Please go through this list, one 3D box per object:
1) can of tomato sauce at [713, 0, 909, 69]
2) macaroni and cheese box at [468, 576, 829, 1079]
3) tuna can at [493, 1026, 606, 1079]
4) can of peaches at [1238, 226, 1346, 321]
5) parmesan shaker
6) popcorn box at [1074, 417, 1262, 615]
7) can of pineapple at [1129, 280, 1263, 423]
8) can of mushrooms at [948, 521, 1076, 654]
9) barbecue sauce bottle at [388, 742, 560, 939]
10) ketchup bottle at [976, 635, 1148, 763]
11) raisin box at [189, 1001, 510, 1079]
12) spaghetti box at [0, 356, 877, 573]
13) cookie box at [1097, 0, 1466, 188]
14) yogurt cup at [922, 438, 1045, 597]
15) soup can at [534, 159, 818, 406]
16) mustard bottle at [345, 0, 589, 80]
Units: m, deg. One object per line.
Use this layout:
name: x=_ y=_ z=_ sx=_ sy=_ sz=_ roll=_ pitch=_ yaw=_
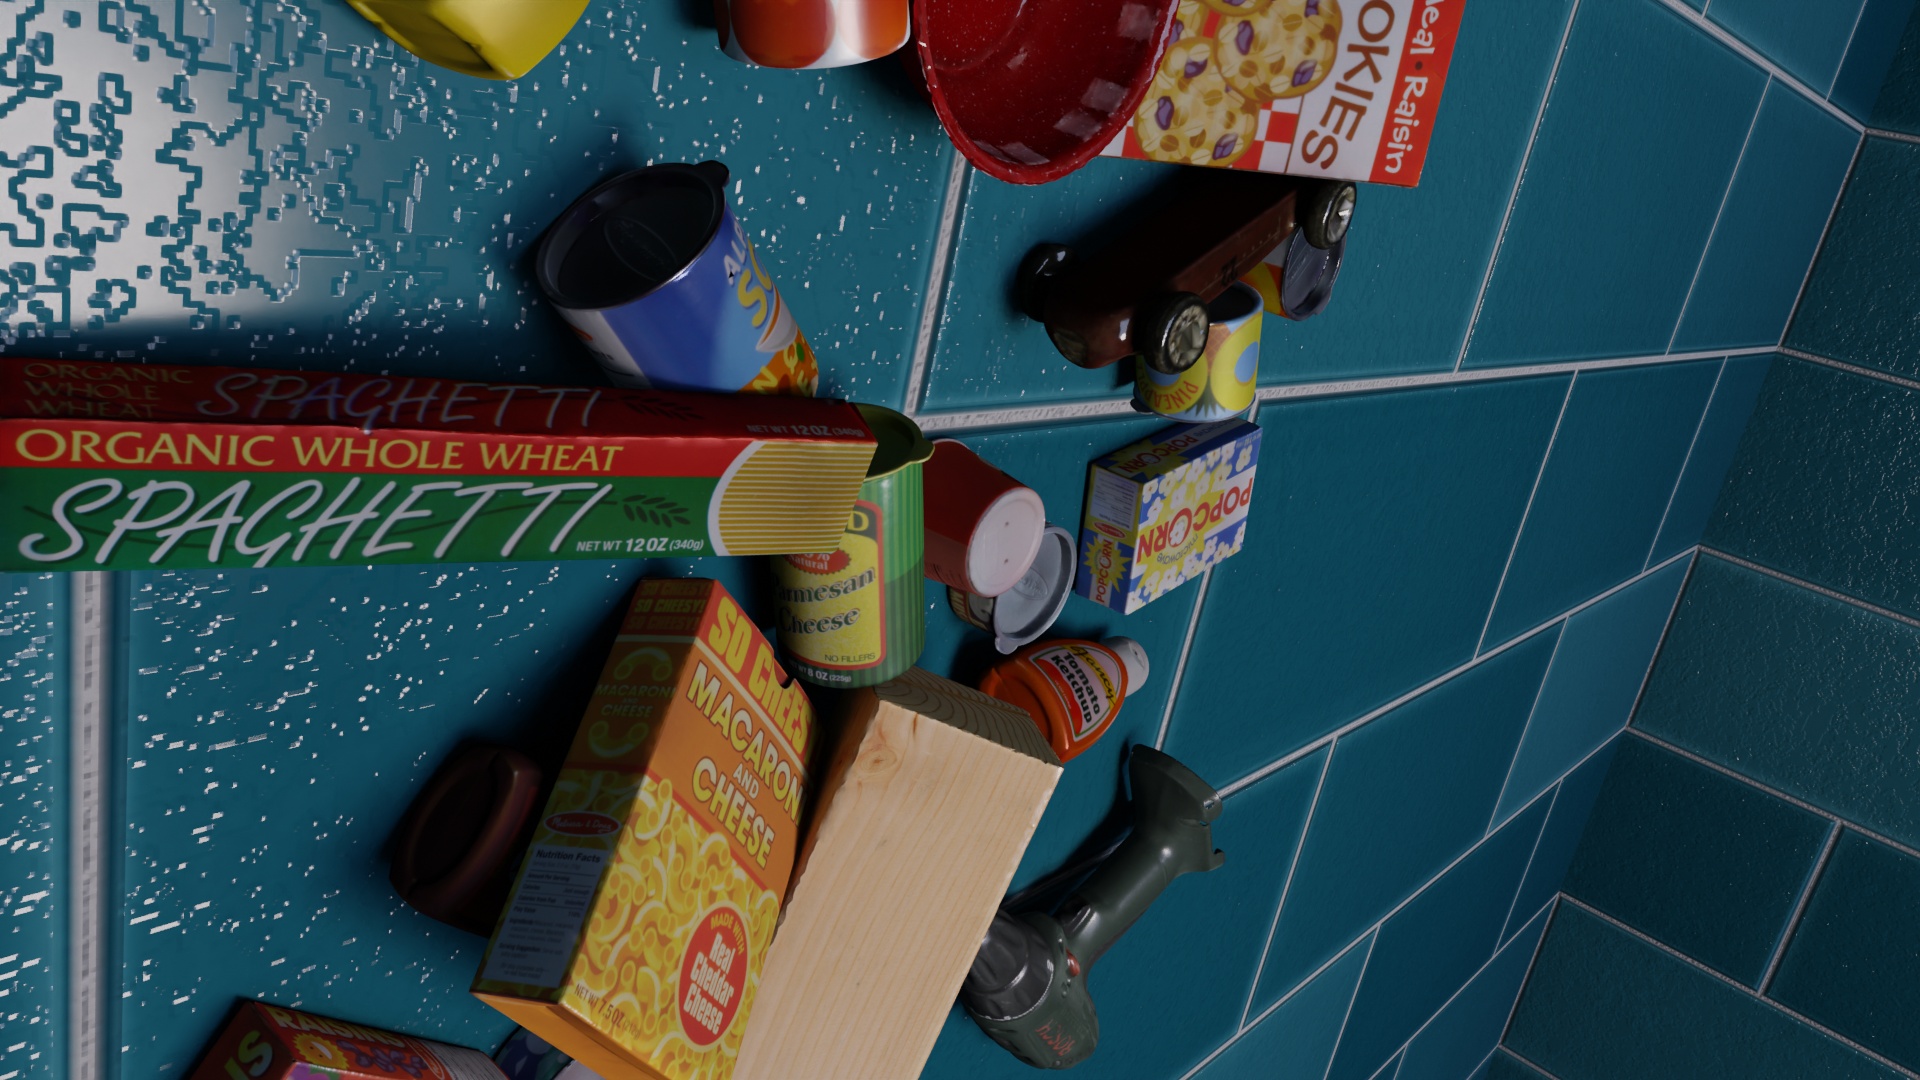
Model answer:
can of tomato sauce: x=-0.051 y=-0.202 z=0.447 sx=0.071 sy=0.071 sz=0.082 roll=-33 pitch=135 yaw=-36
macaroni and cheese box: x=-0.108 y=0.116 z=0.537 sx=0.123 sy=0.040 sz=0.167 roll=64 pitch=33 yaw=-48
tuna can: x=-0.168 y=0.232 z=0.597 sx=0.071 sy=0.033 sz=0.070 roll=-31 pitch=133 yaw=-39
can of peaches: x=0.172 y=-0.160 z=0.772 sx=0.071 sy=0.058 sz=0.071 roll=-31 pitch=133 yaw=-39
parmesan shaker: x=-0.045 y=0.003 z=0.580 sx=0.071 sy=0.071 sz=0.102 roll=-31 pitch=133 yaw=-38
popcorn box: x=0.124 y=-0.019 z=0.814 sx=0.127 sy=0.038 sz=0.084 roll=-24 pitch=129 yaw=-43
can of pineapple: x=0.125 y=-0.102 z=0.739 sx=0.071 sy=0.071 sz=0.057 roll=-33 pitch=134 yaw=-37
can of mushrooms: x=0.026 y=0.020 z=0.716 sx=0.071 sy=0.033 sz=0.070 roll=-31 pitch=134 yaw=-39
barbecue sauce bottle: x=-0.151 y=0.133 z=0.548 sx=0.065 sy=0.044 sz=0.148 roll=-61 pitch=146 yaw=-15
ketchup bottle: x=0.063 y=0.083 z=0.776 sx=0.043 sy=0.065 sz=0.149 roll=-33 pitch=171 yaw=26
raisin box: x=-0.230 y=0.224 z=0.507 sx=0.086 sy=0.040 sz=0.123 roll=-56 pitch=146 yaw=-10
spaghetti box: x=-0.142 y=-0.020 z=0.415 sx=0.251 sy=0.029 sz=0.050 roll=-1 pitch=128 yaw=-35
cookie box: x=0.143 y=-0.231 z=0.630 sx=0.168 sy=0.040 sz=0.122 roll=1 pitch=114 yaw=-16
yogurt cup: x=0.002 y=-0.008 z=0.650 sx=0.073 sy=0.054 sz=0.072 roll=-29 pitch=132 yaw=-38
soup can: x=-0.091 y=-0.076 z=0.474 sx=0.071 sy=0.071 sz=0.083 roll=-51 pitch=144 yaw=-18
mustard bottle: x=-0.110 y=-0.206 z=0.377 sx=0.048 sy=0.065 sz=0.160 roll=35 pitch=76 yaw=-60
